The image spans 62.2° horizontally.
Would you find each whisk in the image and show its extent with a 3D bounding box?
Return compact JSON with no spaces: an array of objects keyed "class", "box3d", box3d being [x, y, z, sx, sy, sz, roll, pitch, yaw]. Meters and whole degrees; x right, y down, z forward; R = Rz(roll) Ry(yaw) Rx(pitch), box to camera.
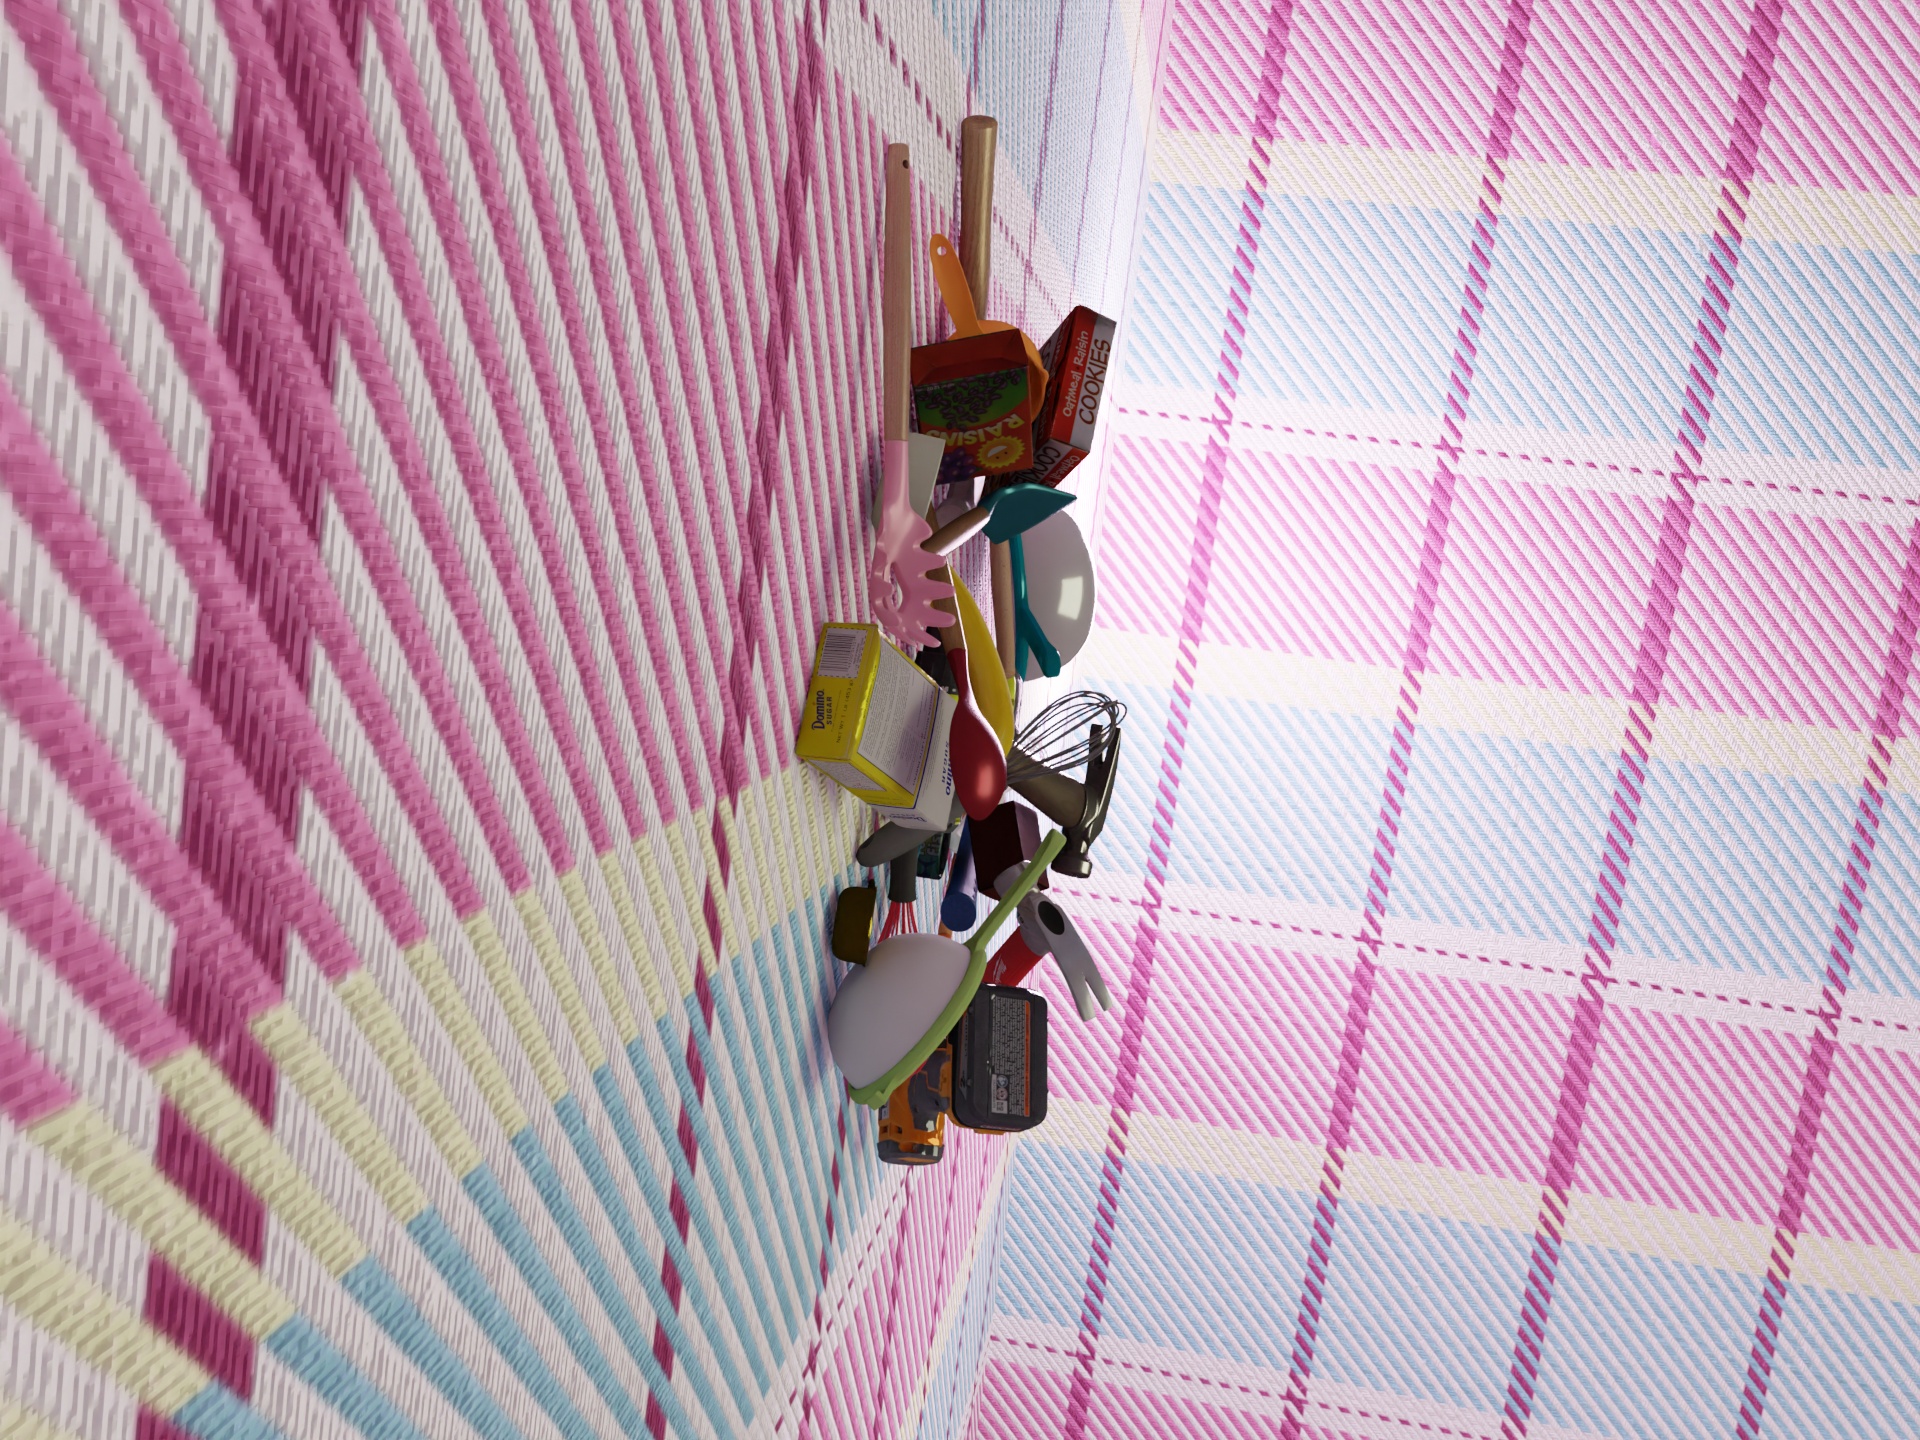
[{"class":"whisk","box3d":[-0.048,0.163,1.298,0.073,0.073,0.295,-52,146,-73]},{"class":"whisk","box3d":[0.023,0.048,1.218,0.055,0.239,0.055,58,4,-7]},{"class":"whisk","box3d":[0.043,0.080,1.797,0.059,0.058,0.246,-50,180,37]}]

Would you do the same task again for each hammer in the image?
[{"class":"hammer","box3d":[0.020,0.074,1.611,0.406,0.035,0.144,-77,177,-62]},{"class":"hammer","box3d":[0.010,-0.326,1.312,0.130,0.031,0.331,-69,165,-54]},{"class":"hammer","box3d":[0.026,0.270,1.475,0.143,0.038,0.386,59,-30,18]},{"class":"hammer","box3d":[0.035,0.021,1.320,0.410,0.038,0.146,32,69,-58]}]

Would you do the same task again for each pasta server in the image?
[{"class":"pasta server","box3d":[-0.035,-0.205,1.006,0.060,0.040,0.316,-3,95,-49]}]

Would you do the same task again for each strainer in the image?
[{"class":"strainer","box3d":[0.095,-0.113,1.545,0.341,0.095,0.211,-109,-165,-67]},{"class":"strainer","box3d":[-0.020,0.170,1.209,0.256,0.069,0.151,-51,-171,-9]}]

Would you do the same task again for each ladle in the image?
[{"class":"ladle","box3d":[-0.007,-0.065,1.131,0.069,0.031,0.316,50,22,-48]}]

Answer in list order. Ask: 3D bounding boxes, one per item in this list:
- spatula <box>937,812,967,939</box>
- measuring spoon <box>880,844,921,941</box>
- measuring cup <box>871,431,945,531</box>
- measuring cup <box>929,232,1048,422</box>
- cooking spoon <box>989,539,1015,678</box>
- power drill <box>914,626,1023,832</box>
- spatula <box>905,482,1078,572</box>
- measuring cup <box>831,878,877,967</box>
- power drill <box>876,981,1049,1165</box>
[{"class":"spatula","box3d":[-0.005,0.216,1.720,0.081,0.041,0.323,126,-19,-53]},{"class":"measuring spoon","box3d":[-0.063,0.154,1.373,0.042,0.021,0.129,68,41,-75]},{"class":"measuring cup","box3d":[-0.045,-0.150,1.136,0.167,0.038,0.083,127,-23,-73]},{"class":"measuring cup","box3d":[0.009,-0.303,1.229,0.052,0.095,0.173,-88,160,-53]},{"class":"cooking spoon","box3d":[0.033,-0.182,1.431,0.068,0.017,0.319,105,-15,-64]},{"class":"power drill","box3d":[-0.002,-0.004,1.404,0.228,0.080,0.190,0,98,-79]},{"class":"spatula","box3d":[0.015,-0.139,1.184,0.044,0.082,0.317,60,22,-7]},{"class":"measuring cup","box3d":[-0.081,0.144,1.222,0.156,0.029,0.062,-109,-153,-82]},{"class":"power drill","box3d":[-0.008,0.285,1.393,0.226,0.084,0.185,-38,-134,56]}]
